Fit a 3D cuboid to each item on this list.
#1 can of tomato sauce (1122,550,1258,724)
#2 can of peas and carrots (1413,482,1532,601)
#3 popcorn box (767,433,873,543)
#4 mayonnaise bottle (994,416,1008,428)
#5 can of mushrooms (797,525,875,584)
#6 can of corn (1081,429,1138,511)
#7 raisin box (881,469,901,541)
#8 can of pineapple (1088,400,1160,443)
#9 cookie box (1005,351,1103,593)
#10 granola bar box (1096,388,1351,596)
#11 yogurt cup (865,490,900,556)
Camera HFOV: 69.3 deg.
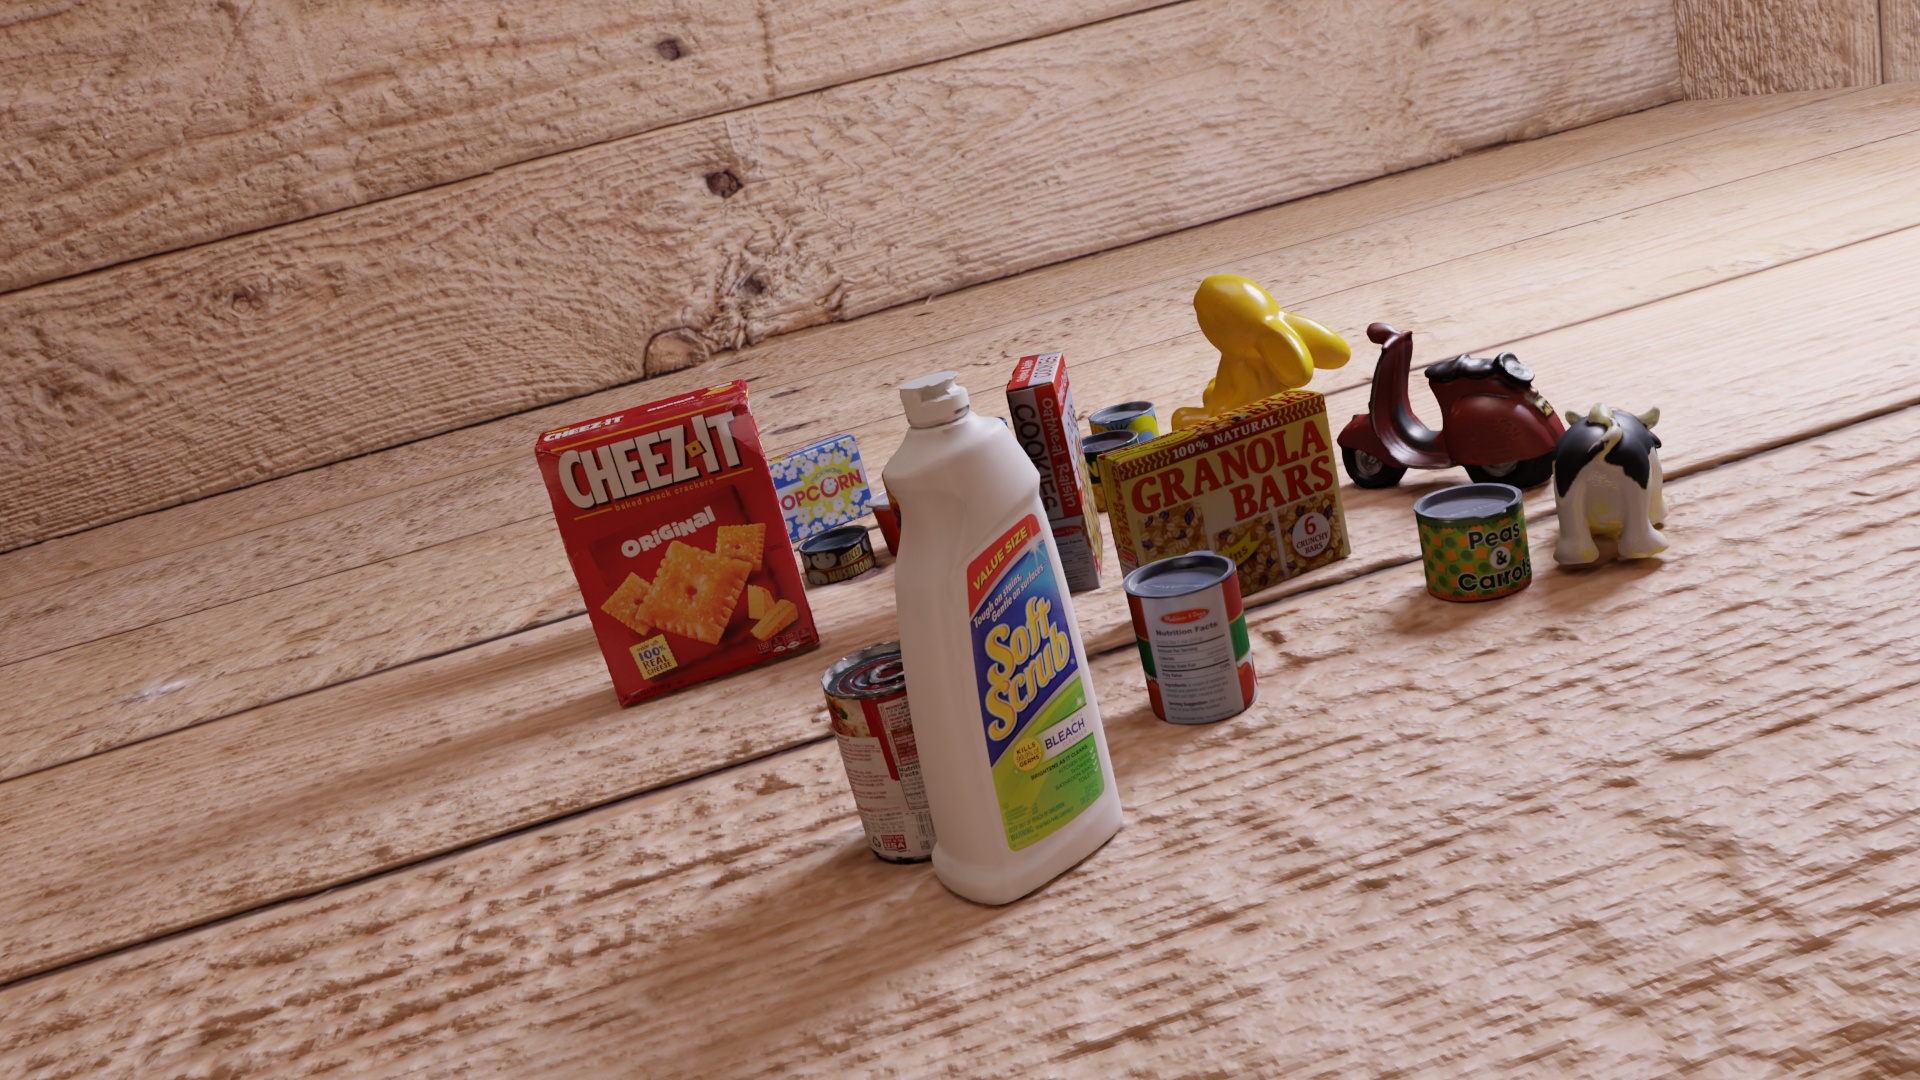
[{"bbox_3d":[0.138,0.057,0.825,0.071,0.083,0.071,-13,16,4],"label":"can of tomato sauce"},{"bbox_3d":[0.330,0.001,0.891,0.071,0.058,0.071,-13,16,4],"label":"can of peas and carrots"},{"bbox_3d":[-0.158,-0.051,1.424,0.127,0.085,0.038,-22,18,-25],"label":"popcorn box"},{"bbox_3d":[0.034,-0.018,1.044,0.041,0.147,0.065,-16,16,-4],"label":"mayonnaise bottle"},{"bbox_3d":[-0.111,0.013,1.267,0.071,0.033,0.071,-13,16,4],"label":"can of mushrooms"},{"bbox_3d":[0.133,-0.063,1.270,0.071,0.058,0.071,-13,16,4],"label":"can of corn"},{"bbox_3d":[-0.008,-0.013,1.106,0.040,0.123,0.086,1,22,43],"label":"raisin box"},{"bbox_3d":[0.162,-0.100,1.367,0.071,0.057,0.071,-13,16,4],"label":"can of pineapple"},{"bbox_3d":[0.076,-0.057,1.103,0.040,0.167,0.123,-11,16,10],"label":"cookie box"},{"bbox_3d":[0.187,-0.024,0.979,0.166,0.124,0.039,-19,17,-17],"label":"granola bar box"},{"bbox_3d":[-0.045,-0.020,1.283,0.072,0.053,0.072,-13,16,4],"label":"yogurt cup"}]
